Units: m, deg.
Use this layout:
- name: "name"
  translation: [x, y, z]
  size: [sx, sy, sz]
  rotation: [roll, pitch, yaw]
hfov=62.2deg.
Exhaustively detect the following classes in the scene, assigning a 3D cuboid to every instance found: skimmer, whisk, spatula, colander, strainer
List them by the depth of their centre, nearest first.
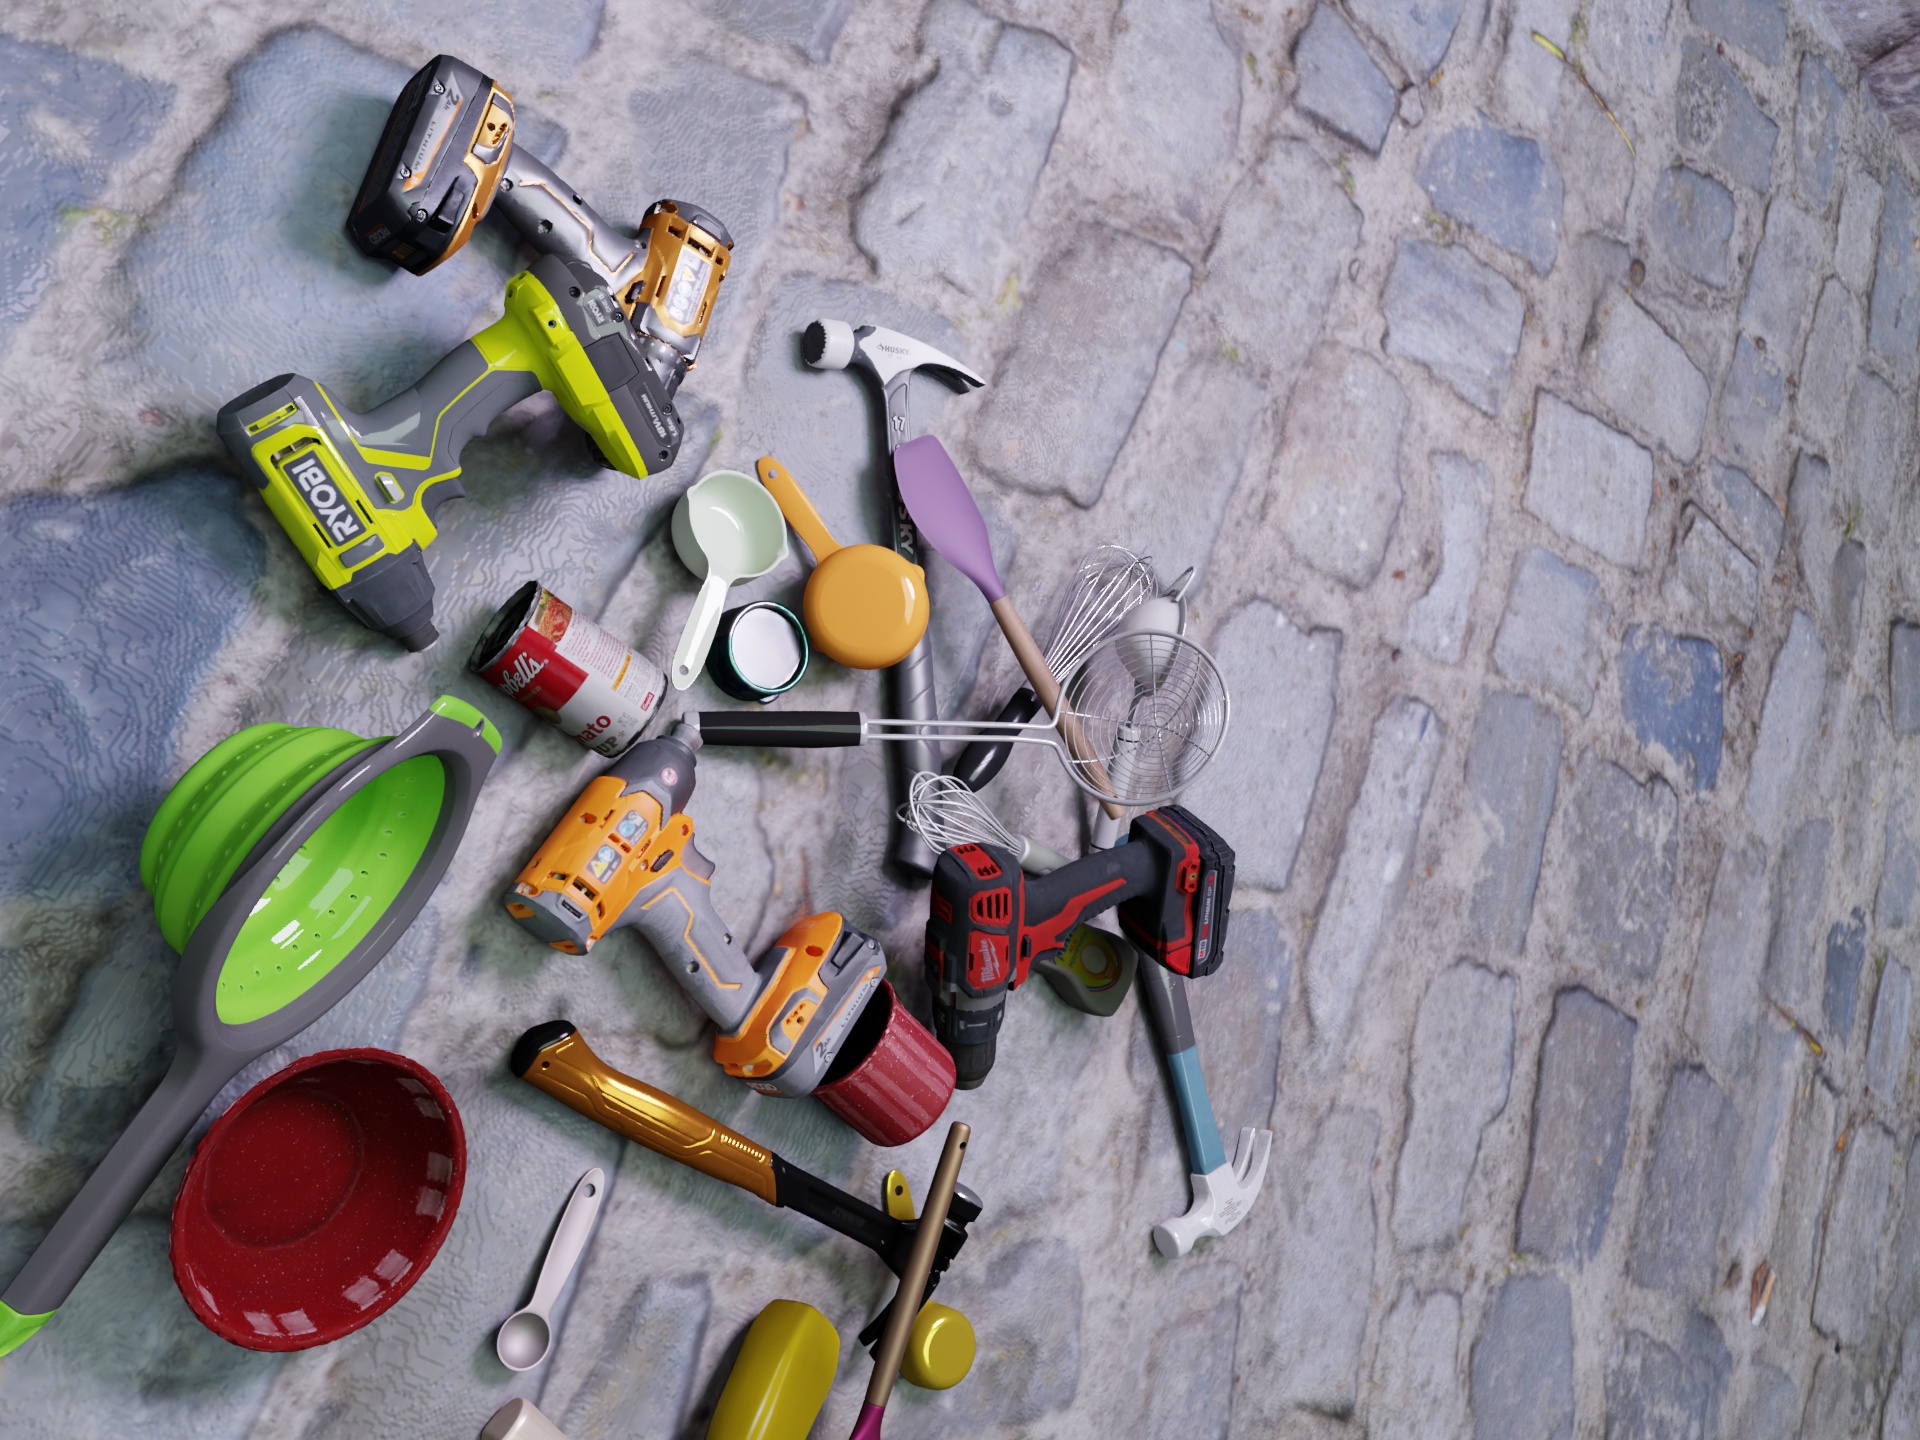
- name: "colander"
  translation: [-0.401, 0.135, 0.822]
  size: [0.094, 0.204, 0.397]
  rotation: [32, 79, 7]
- name: "skimmer"
  translation: [-0.002, -0.003, 1.073]
  size: [0.363, 0.090, 0.127]
  rotation: [1, 71, -15]
- name: "whisk"
  translation: [0.036, 0.093, 1.166]
  size: [0.246, 0.058, 0.059]
  rotation: [30, 46, -48]
- name: "spatula"
  translation: [0.038, -0.065, 1.167]
  size: [0.060, 0.018, 0.316]
  rotation: [-32, 93, -36]
- name: "whisk"
  translation: [0.073, -0.042, 1.222]
  size: [0.070, 0.070, 0.285]
  rotation: [52, 55, -20]
- name: "strainer"
  translation: [0.130, 0.002, 1.234]
  size: [0.050, 0.087, 0.258]
  rotation: [8, 104, -14]

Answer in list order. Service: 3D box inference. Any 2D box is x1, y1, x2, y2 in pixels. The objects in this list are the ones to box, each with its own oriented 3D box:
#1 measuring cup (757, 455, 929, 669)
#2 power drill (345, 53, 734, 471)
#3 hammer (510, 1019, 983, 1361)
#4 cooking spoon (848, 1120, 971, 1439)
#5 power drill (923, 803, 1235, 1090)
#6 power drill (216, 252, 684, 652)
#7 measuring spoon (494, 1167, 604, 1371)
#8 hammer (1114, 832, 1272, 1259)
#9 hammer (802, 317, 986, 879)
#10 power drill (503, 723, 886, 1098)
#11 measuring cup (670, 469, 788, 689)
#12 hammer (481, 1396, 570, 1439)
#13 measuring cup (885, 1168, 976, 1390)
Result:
- name: "measuring cup"
  translation: [-0.090, -0.113, 1.102]
  size: [0.095, 0.052, 0.173]
  rotation: [-35, 93, 1]
- name: "power drill"
  translation: [-0.261, -0.279, 1.000]
  size: [0.226, 0.084, 0.185]
  rotation: [27, 70, -37]
- name: "hammer"
  translation: [-0.144, 0.292, 1.023]
  size: [0.336, 0.034, 0.127]
  rotation: [36, 84, -23]
- name: "cooking spoon"
  translation: [-0.047, 0.418, 1.035]
  size: [0.068, 0.017, 0.319]
  rotation: [25, 79, -33]
- name: "power drill"
  translation: [0.077, 0.161, 1.138]
  size: [0.226, 0.080, 0.187]
  rotation: [-11, 119, -26]
- name: "power drill"
  translation: [-0.284, -0.156, 0.926]
  size: [0.223, 0.080, 0.171]
  rotation: [-34, 121, -13]
- name: "measuring spoon"
  translation: [-0.248, 0.331, 0.966]
  size: [0.034, 0.018, 0.124]
  rotation: [38, 56, -27]
- name: "hammer"
  translation: [0.174, 0.252, 1.285]
  size: [0.128, 0.033, 0.331]
  rotation: [-16, 94, -37]
- name: "hammer"
  translation: [-0.036, -0.086, 1.171]
  size: [0.149, 0.036, 0.409]
  rotation: [-1, 85, -39]
- name: "power drill"
  translation: [-0.158, 0.119, 1.022]
  size: [0.226, 0.084, 0.164]
  rotation: [44, 60, -20]
- name: "measuring cup"
  translation: [-0.169, -0.088, 1.054]
  size: [0.083, 0.038, 0.168]
  rotation: [31, 59, -29]
- name: "hammer"
  translation: [-0.142, 0.554, 0.999]
  size: [0.410, 0.038, 0.146]
  rotation: [52, 56, -19]
- name: "measuring cup"
  translation: [-0.025, 0.392, 1.114]
  size: [0.062, 0.029, 0.156]
  rotation: [-14, 93, -38]
